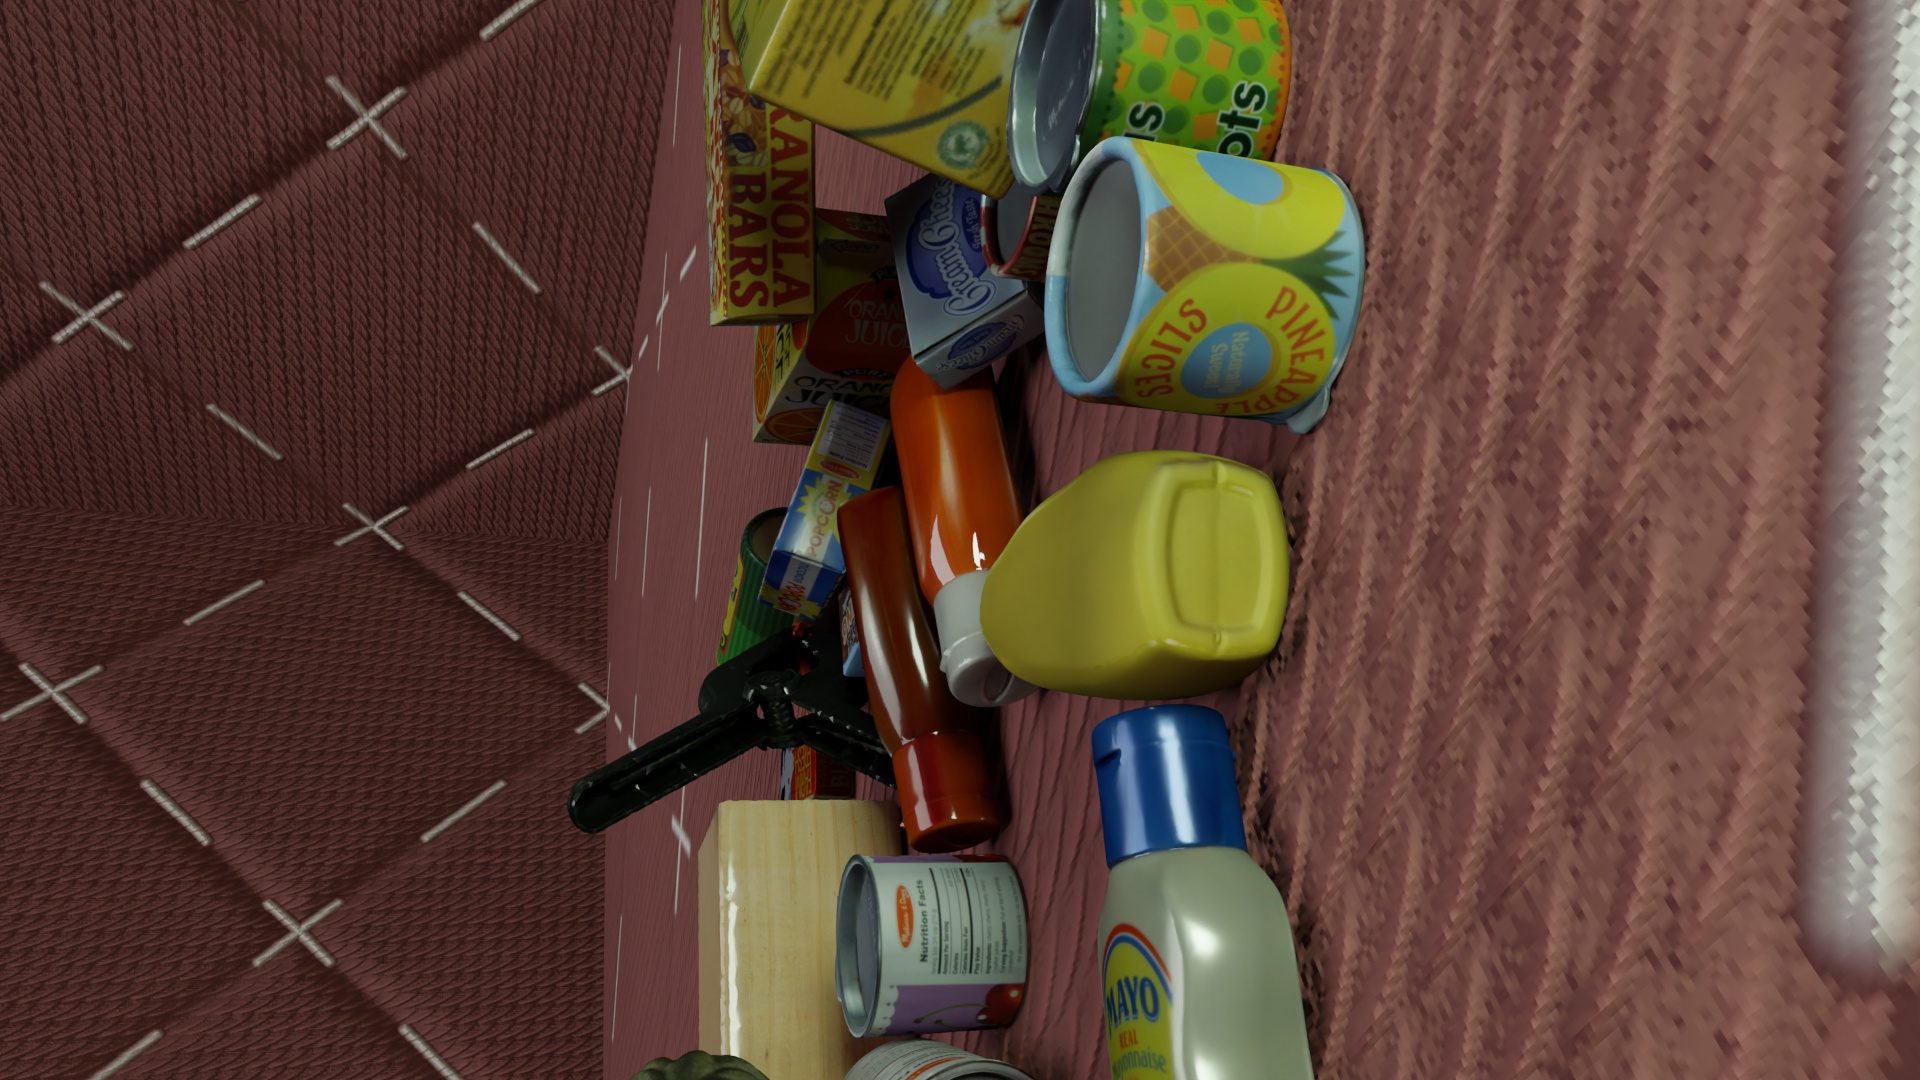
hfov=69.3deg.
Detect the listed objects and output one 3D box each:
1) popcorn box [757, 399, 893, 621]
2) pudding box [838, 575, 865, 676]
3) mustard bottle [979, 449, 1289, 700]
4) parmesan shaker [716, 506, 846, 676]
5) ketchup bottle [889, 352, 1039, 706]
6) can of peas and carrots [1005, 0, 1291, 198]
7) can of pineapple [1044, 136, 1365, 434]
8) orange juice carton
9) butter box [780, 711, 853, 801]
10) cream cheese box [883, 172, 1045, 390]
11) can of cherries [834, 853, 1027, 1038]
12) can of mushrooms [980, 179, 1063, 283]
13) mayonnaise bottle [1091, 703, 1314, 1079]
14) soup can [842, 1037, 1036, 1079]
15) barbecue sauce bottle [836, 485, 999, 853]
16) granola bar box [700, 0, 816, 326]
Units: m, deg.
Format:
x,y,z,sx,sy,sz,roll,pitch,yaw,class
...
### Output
x,y,z,sx,sy,sz,roll,pitch,yaw,class
-0.073,-0.013,0.735,0.126,0.038,0.085,129,159,-71,popcorn box
-0.036,0.028,0.679,0.083,0.030,0.050,119,149,-54,pudding box
0.039,0.016,0.412,0.160,0.049,0.065,154,121,-71,mustard bottle
-0.107,0.037,0.847,0.071,0.071,0.102,-105,26,-47,parmesan shaker
0.002,-0.007,0.543,0.064,0.043,0.149,102,162,-50,ketchup bottle
0.051,-0.124,0.388,0.071,0.059,0.071,-175,89,-72,can of peas and carrots
0.059,-0.063,0.350,0.071,0.058,0.071,-175,89,-72,can of pineapple
-0.054,-0.108,0.699,0.192,0.072,0.073,142,129,-68,orange juice carton
-0.086,0.132,0.826,0.103,0.024,0.053,136,134,-66,butter box
0.002,-0.113,0.557,0.053,0.024,0.104,-28,47,20,cream cheese box
-0.013,0.154,0.530,0.071,0.058,0.071,-176,89,-72,can of cherries
0.032,-0.123,0.491,0.071,0.033,0.071,-174,89,-72,can of mushrooms
0.058,0.116,0.341,0.064,0.041,0.148,125,144,-58,mayonnaise bottle
-0.005,0.214,0.483,0.083,0.071,0.071,141,130,-68,soup can
-0.017,0.053,0.576,0.064,0.043,0.149,52,-158,-57,barbecue sauce bottle
-0.087,-0.176,0.594,0.124,0.039,0.165,-153,62,-75,granola bar box
